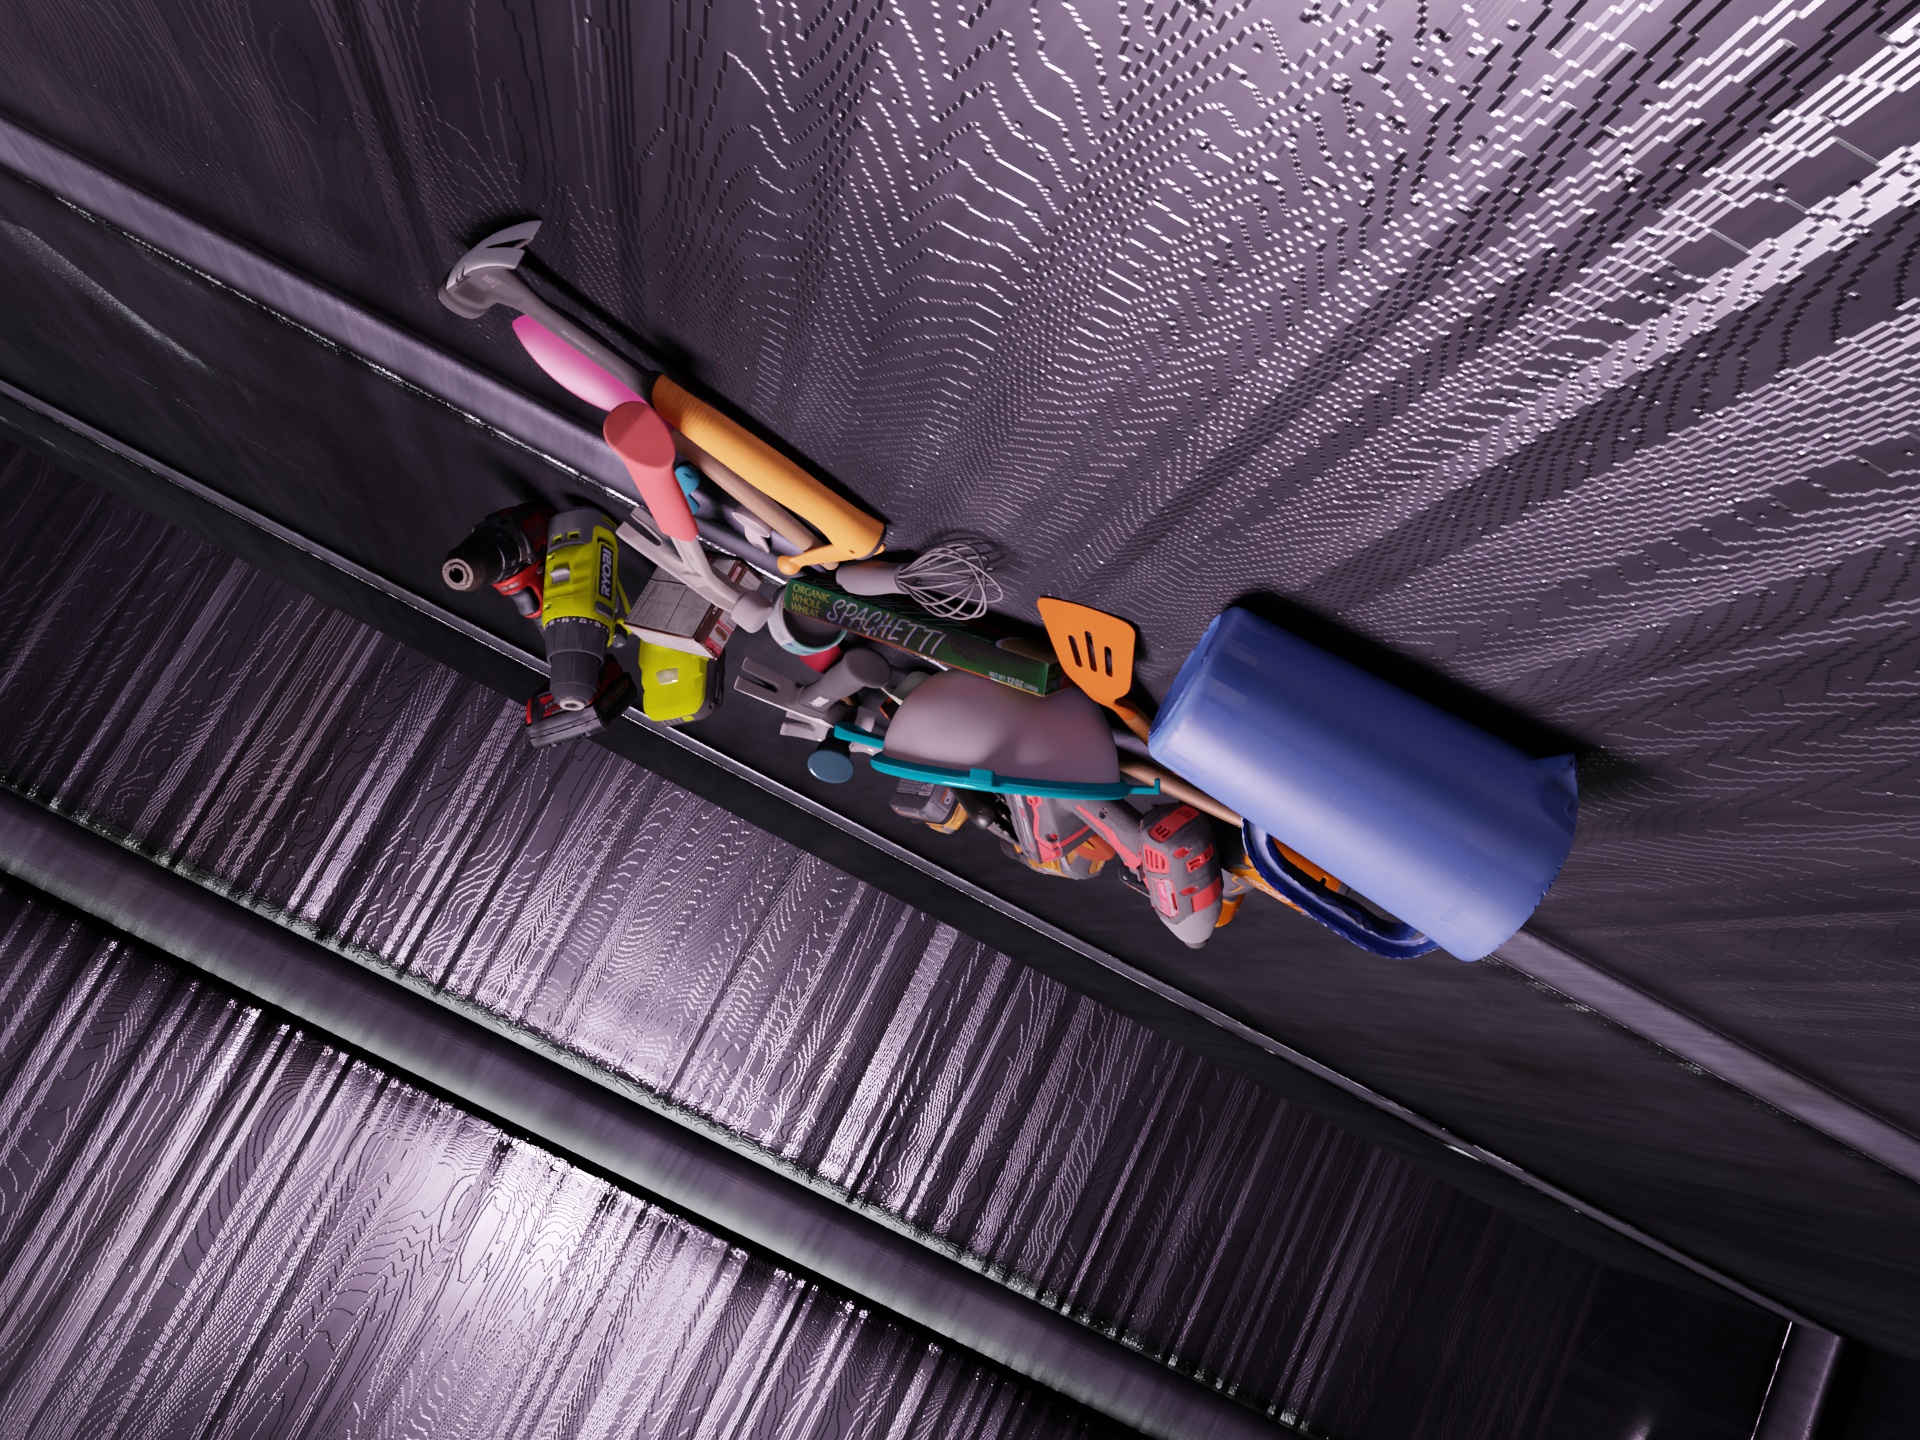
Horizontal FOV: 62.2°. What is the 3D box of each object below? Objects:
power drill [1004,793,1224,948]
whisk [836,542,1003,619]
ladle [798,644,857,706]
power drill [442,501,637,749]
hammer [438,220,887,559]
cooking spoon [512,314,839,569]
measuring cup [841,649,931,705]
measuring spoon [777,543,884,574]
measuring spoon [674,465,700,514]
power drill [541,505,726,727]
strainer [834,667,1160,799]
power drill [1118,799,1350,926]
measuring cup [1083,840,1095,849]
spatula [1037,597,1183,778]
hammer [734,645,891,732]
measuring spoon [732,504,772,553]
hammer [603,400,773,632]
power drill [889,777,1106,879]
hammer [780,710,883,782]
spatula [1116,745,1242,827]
[{"bbox_3d":[0.140,0.107,1.391,0.220,0.078,0.143,31,147,45],"label":"power drill"},{"bbox_3d":[-0.037,-0.104,1.176,0.055,0.055,0.239,33,170,-27],"label":"whisk"},{"bbox_3d":[-0.129,-0.038,1.653,0.069,0.031,0.315,36,171,13],"label":"ladle"},{"bbox_3d":[-0.409,-0.090,1.528,0.188,0.080,0.226,-67,-41,-68],"label":"power drill"},{"bbox_3d":[-0.178,-0.206,1.059,0.336,0.034,0.127,33,162,-31],"label":"hammer"},{"bbox_3d":[-0.196,-0.198,1.166,0.069,0.017,0.318,-6,148,40],"label":"cooking spoon"},{"bbox_3d":[-0.054,-0.037,1.508,0.168,0.038,0.083,38,176,35],"label":"measuring cup"},{"bbox_3d":[-0.102,-0.125,1.230,0.117,0.011,0.021,-5,150,43],"label":"measuring spoon"},{"bbox_3d":[-0.229,-0.182,1.285,0.042,0.021,0.128,30,169,-12],"label":"measuring spoon"},{"bbox_3d":[-0.320,-0.076,1.536,0.080,0.191,0.228,-11,157,22],"label":"power drill"},{"bbox_3d":[-0.002,-0.004,1.333,0.211,0.095,0.340,4,-175,-38],"label":"strainer"},{"bbox_3d":[0.232,0.122,1.450,0.164,0.084,0.226,30,163,-12],"label":"power drill"},{"bbox_3d":[0.112,0.082,1.585,0.095,0.052,0.173,19,167,30],"label":"measuring cup"},{"bbox_3d":[0.144,-0.007,1.244,0.081,0.041,0.322,19,169,31],"label":"spatula"},{"bbox_3d":[-0.123,-0.034,1.478,0.146,0.035,0.335,22,170,-11],"label":"hammer"},{"bbox_3d":[-0.163,-0.156,1.293,0.034,0.018,0.124,31,174,0],"label":"measuring spoon"},{"bbox_3d":[-0.220,-0.158,1.175,0.149,0.037,0.359,37,171,6],"label":"hammer"},{"bbox_3d":[0.035,0.112,1.804,0.226,0.084,0.185,27,169,-22],"label":"power drill"},{"bbox_3d":[-0.127,0.029,1.632,0.128,0.033,0.331,19,-176,-4],"label":"hammer"},{"bbox_3d":[0.123,0.027,1.356,0.316,0.018,0.059,27,173,37],"label":"spatula"}]
